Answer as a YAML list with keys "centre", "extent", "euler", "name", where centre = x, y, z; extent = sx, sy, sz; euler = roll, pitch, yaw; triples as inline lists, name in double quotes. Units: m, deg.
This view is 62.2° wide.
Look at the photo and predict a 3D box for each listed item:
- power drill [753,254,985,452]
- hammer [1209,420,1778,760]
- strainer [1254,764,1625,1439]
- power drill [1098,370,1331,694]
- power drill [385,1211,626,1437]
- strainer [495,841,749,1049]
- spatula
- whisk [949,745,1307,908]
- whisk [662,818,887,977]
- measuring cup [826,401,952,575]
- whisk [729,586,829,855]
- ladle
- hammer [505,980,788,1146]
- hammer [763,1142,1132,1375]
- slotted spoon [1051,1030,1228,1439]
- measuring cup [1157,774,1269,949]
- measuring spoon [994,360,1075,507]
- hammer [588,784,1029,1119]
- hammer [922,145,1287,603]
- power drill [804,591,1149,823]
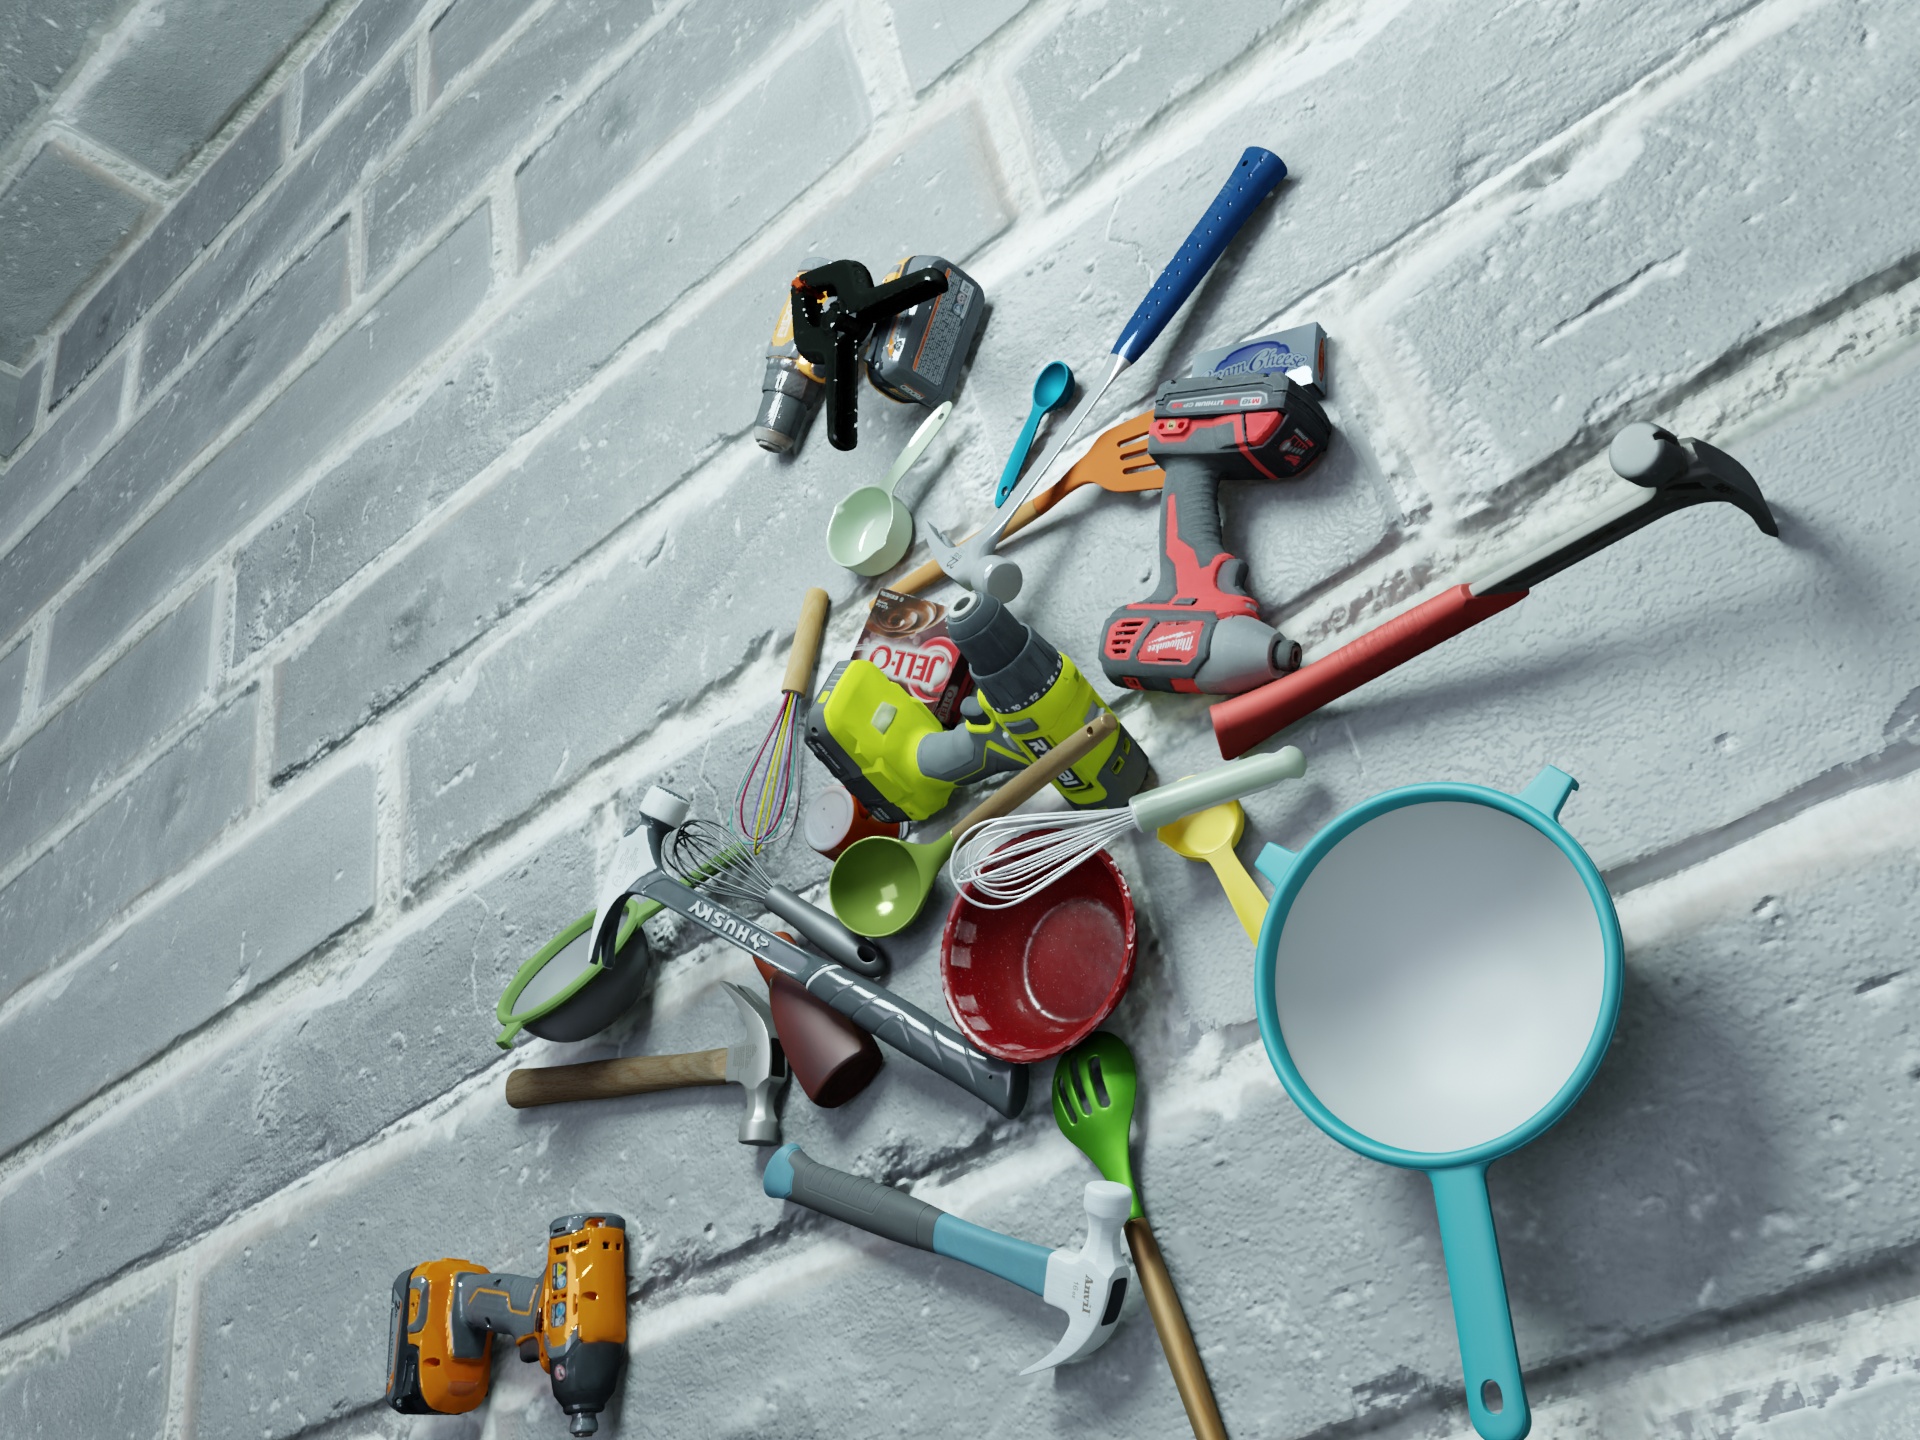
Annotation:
- centre: [-0.098, -0.328, 1.436]
  extent: [0.226, 0.084, 0.185]
  euler: [14, 83, 47]
  name: "power drill"
- centre: [0.300, -0.061, 0.972]
  extent: [0.359, 0.149, 0.037]
  euler: [-33, 56, 40]
  name: "hammer"
- centre: [0.280, 0.205, 0.864]
  extent: [0.211, 0.095, 0.341]
  euler: [-21, 61, 36]
  name: "strainer"
- centre: [0.183, -0.124, 1.106]
  extent: [0.143, 0.078, 0.220]
  euler: [5, 78, 38]
  name: "power drill"
- centre: [-0.362, 0.502, 1.289]
  extent: [0.226, 0.084, 0.164]
  euler: [-22, 58, 27]
  name: "power drill"
- centre: [-0.276, 0.198, 1.368]
  extent: [0.256, 0.069, 0.152]
  euler: [-34, 18, 3]
  name: "strainer"
- centre: [0.050, -0.156, 1.271]
  extent: [0.322, 0.041, 0.081]
  euler: [-28, 56, 33]
  name: "spatula"
- centre: [0.108, 0.066, 1.045]
  extent: [0.246, 0.057, 0.059]
  euler: [-20, 84, 10]
  name: "whisk"
- centre: [-0.150, 0.143, 1.270]
  extent: [0.239, 0.055, 0.055]
  euler: [28, 90, 31]
  name: "whisk"
- centre: [-0.049, -0.197, 1.363]
  extent: [0.167, 0.038, 0.083]
  euler: [-53, 47, 6]
  name: "measuring cup"
- centre: [-0.150, -0.001, 1.360]
  extent: [0.051, 0.047, 0.245]
  euler: [0, 67, 28]
  name: "whisk"
- centre: [0.003, 0.072, 1.118]
  extent: [0.320, 0.062, 0.078]
  euler: [-41, 62, 47]
  name: "ladle"
- centre: [-0.270, 0.295, 1.334]
  extent: [0.331, 0.031, 0.130]
  euler: [-14, 63, 36]
  name: "hammer"
- centre: [-0.021, 0.345, 1.087]
  extent: [0.331, 0.033, 0.128]
  euler: [3, 86, 45]
  name: "hammer"
- centre: [0.118, 0.336, 0.989]
  extent: [0.070, 0.031, 0.314]
  euler: [-37, 53, 25]
  name: "slotted spoon"
- centre: [0.183, 0.106, 1.042]
  extent: [0.062, 0.029, 0.157]
  euler: [-32, 64, 10]
  name: "measuring cup"
- centre: [0.062, -0.231, 1.301]
  extent: [0.042, 0.021, 0.128]
  euler: [37, 106, 53]
  name: "measuring spoon"
- centre: [-0.120, 0.188, 1.185]
  extent: [0.409, 0.036, 0.149]
  euler: [24, 84, 31]
  name: "hammer"
- centre: [0.113, -0.270, 1.226]
  extent: [0.405, 0.035, 0.144]
  euler: [-54, 30, -1]
  name: "hammer"
- centre: [-0.002, -0.004, 1.136]
  extent: [0.228, 0.190, 0.080]
  euler: [-10, 42, 43]
  name: "power drill"
